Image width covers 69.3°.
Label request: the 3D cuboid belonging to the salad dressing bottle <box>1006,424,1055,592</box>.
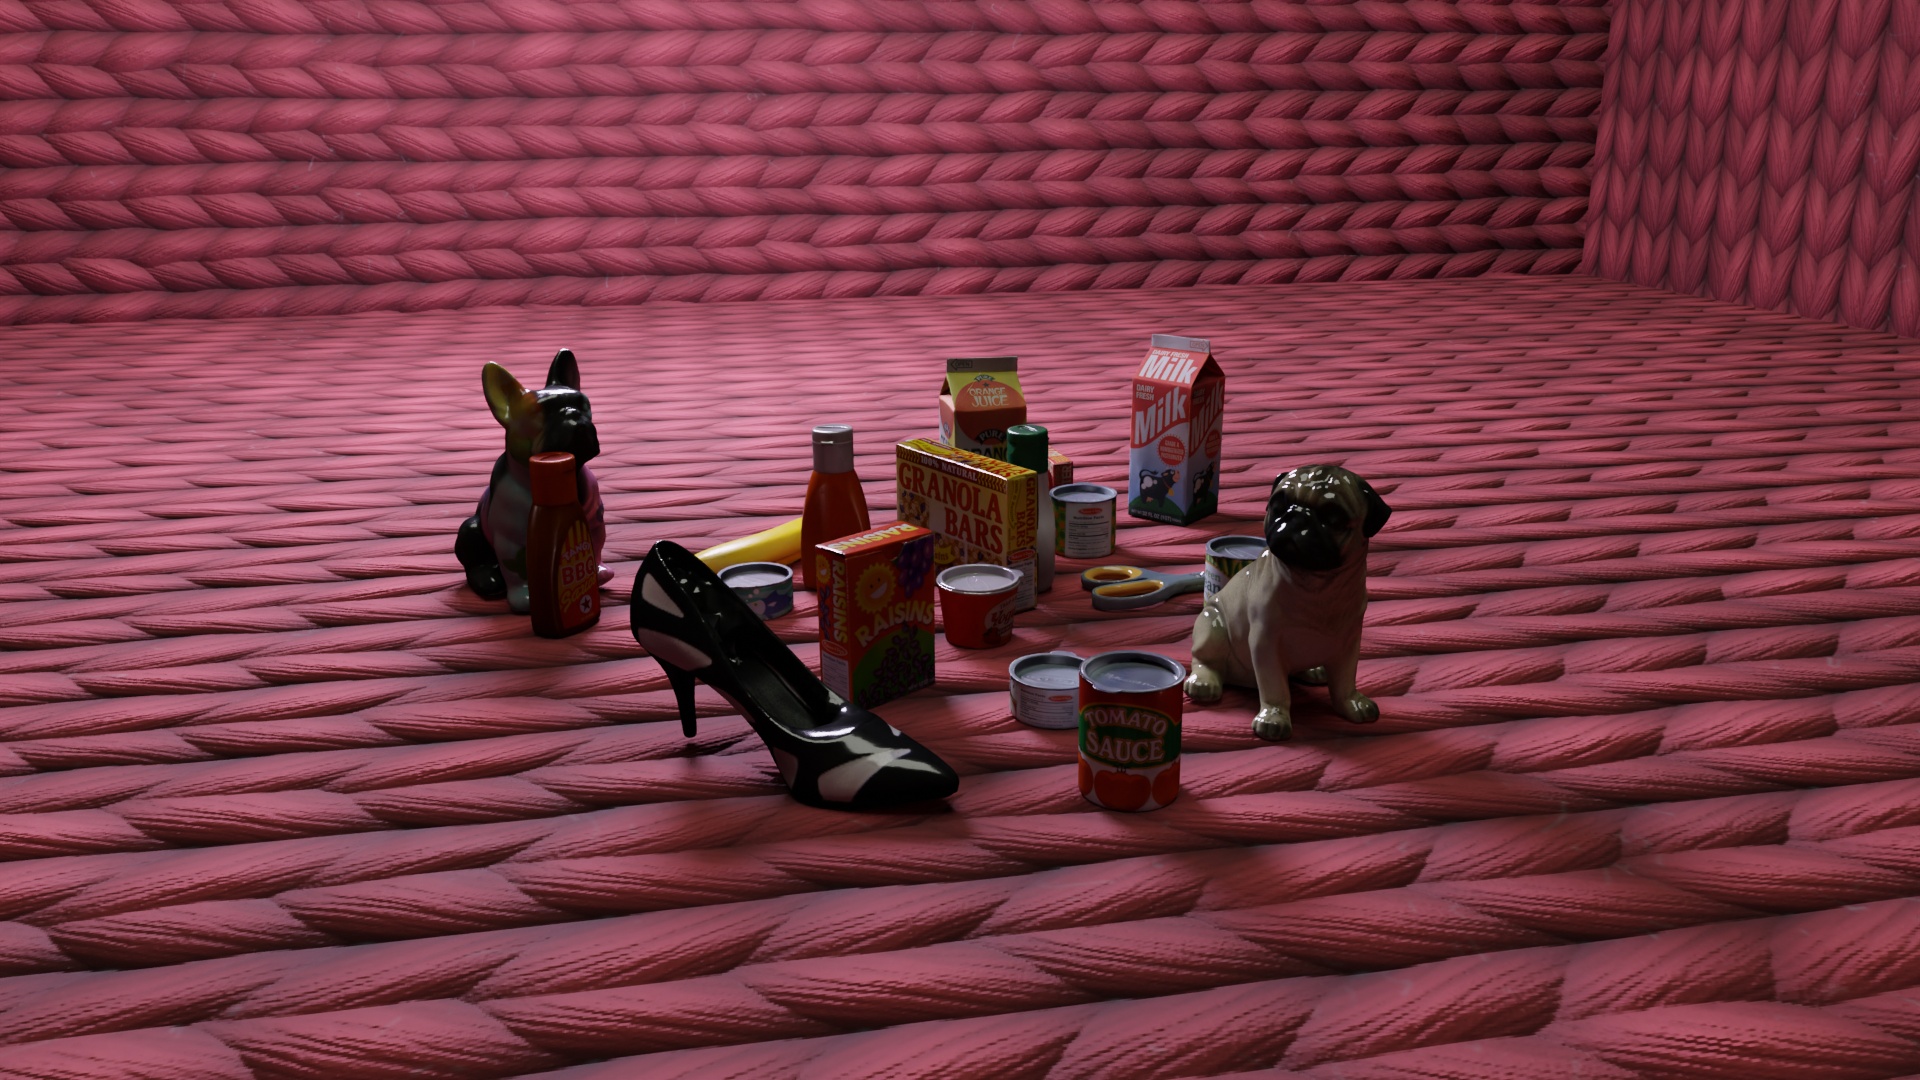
[{"bbox_3d":[0.060,-0.028,1.243,0.044,0.147,0.064,-9,19,-25],"label":"salad dressing bottle"}]

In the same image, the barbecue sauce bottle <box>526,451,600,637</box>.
[{"bbox_3d":[-0.334,0.002,1.156,0.043,0.148,0.065,7,19,22],"label":"barbecue sauce bottle"}]

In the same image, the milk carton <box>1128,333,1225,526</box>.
[{"bbox_3d":[0.226,-0.118,1.451,0.072,0.189,0.074,13,22,37],"label":"milk carton"}]

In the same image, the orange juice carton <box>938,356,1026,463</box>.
[{"bbox_3d":[0.021,-0.082,1.338,0.072,0.192,0.073,-4,18,-12],"label":"orange juice carton"}]

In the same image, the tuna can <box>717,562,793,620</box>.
[{"bbox_3d":[-0.180,0.045,1.207,0.071,0.032,0.071,0,18,0],"label":"tuna can"}]

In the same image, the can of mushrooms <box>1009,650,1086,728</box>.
[{"bbox_3d":[0.069,0.107,1.003,0.071,0.033,0.071,0,18,0],"label":"can of mushrooms"}]

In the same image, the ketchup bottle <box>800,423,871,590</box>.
[{"bbox_3d":[-0.112,-0.029,1.246,0.065,0.148,0.044,3,17,10],"label":"ketchup bottle"}]

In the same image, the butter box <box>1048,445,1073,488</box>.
[{"bbox_3d":[0.097,-0.074,1.541,0.024,0.053,0.104,-5,18,-15],"label":"butter box"}]

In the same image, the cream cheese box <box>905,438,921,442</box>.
[{"bbox_3d":[-0.043,-0.076,1.550,0.024,0.053,0.104,-3,18,-10],"label":"cream cheese box"}]

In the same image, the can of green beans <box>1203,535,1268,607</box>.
[{"bbox_3d":[0.243,0.033,1.194,0.071,0.057,0.071,0,17,0],"label":"can of green beans"}]

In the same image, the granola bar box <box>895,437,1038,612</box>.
[{"bbox_3d":[0.004,-0.016,1.242,0.039,0.123,0.166,-13,21,-35],"label":"granola bar box"}]

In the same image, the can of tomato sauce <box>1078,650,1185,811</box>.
[{"bbox_3d":[0.107,0.121,0.879,0.071,0.082,0.071,0,17,0],"label":"can of tomato sauce"}]

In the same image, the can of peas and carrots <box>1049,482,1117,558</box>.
[{"bbox_3d":[0.120,-0.020,1.361,0.071,0.058,0.071,0,17,0],"label":"can of peas and carrots"}]

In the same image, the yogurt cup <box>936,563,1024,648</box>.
[{"bbox_3d":[0.015,0.054,1.137,0.072,0.053,0.072,0,17,0],"label":"yogurt cup"}]

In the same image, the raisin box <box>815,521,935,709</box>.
[{"bbox_3d":[-0.061,0.056,1.021,0.086,0.123,0.040,-16,23,-41],"label":"raisin box"}]
